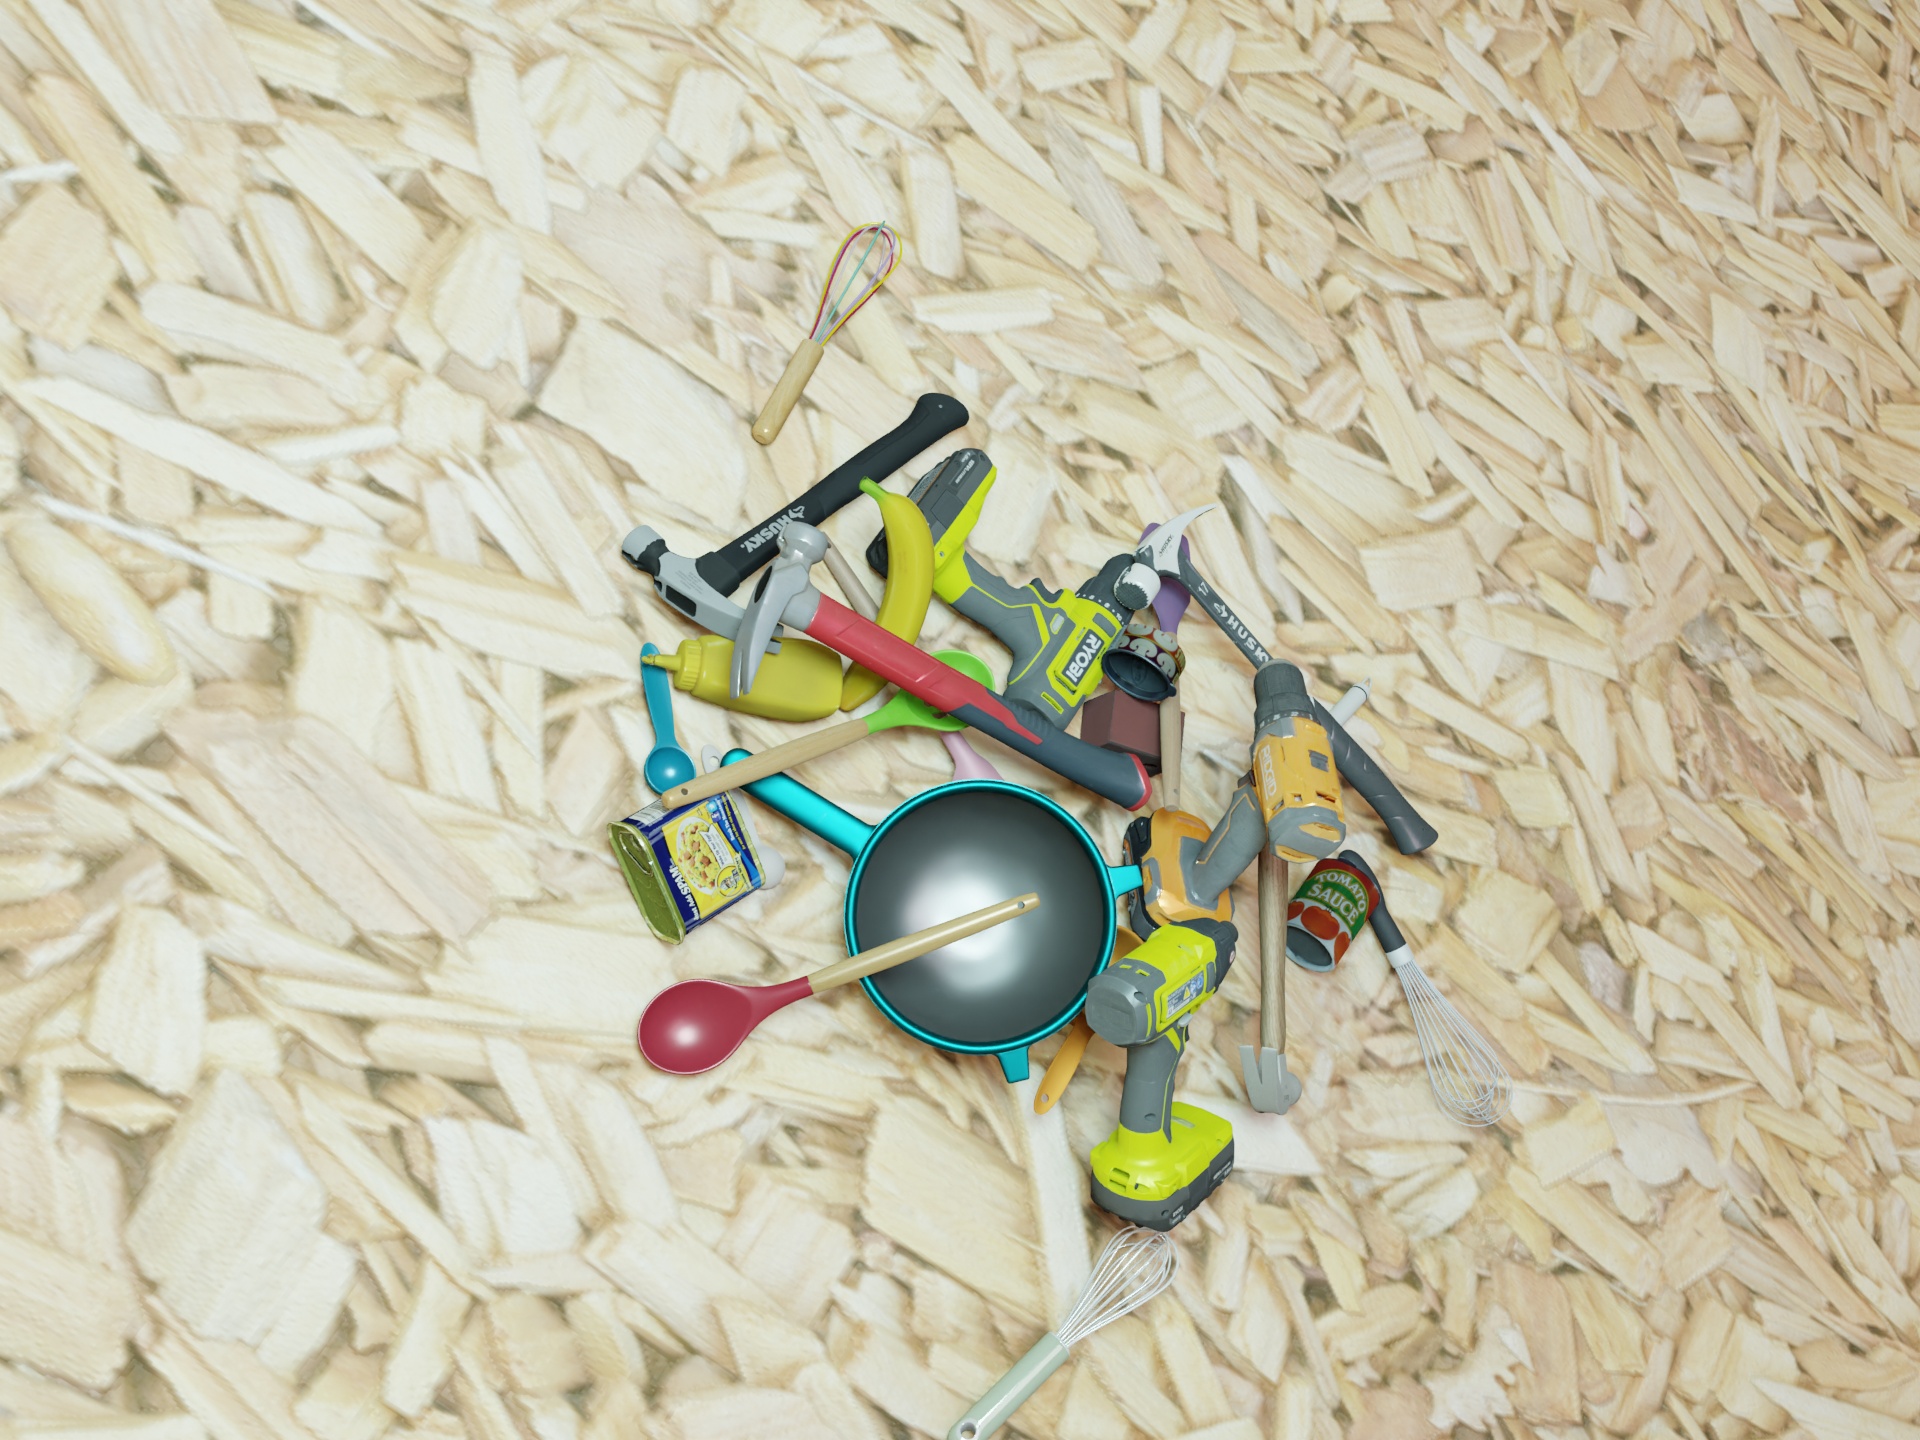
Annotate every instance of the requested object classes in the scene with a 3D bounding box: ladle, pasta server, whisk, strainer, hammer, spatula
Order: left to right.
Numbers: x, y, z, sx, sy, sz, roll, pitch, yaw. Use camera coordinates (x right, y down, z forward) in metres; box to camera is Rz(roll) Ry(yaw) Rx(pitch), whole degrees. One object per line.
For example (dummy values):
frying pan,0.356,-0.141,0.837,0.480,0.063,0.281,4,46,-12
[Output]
whisk,-0.113,-0.336,1.364,0.047,0.051,0.245,34,68,-22
hammer,-0.107,-0.180,1.314,0.146,0.035,0.335,39,56,14
ladle,-0.088,0.188,1.194,0.315,0.031,0.069,-20,86,-5
strainer,-0.041,0.122,1.266,0.340,0.095,0.211,31,82,3
pasta server,-0.035,-0.022,1.336,0.060,0.040,0.316,-33,89,-29
hammer,-0.002,-0.004,1.264,0.386,0.038,0.143,29,67,-27
whisk,0.083,0.489,1.259,0.246,0.059,0.058,-36,58,-25
spatula,0.183,-0.055,1.411,0.059,0.018,0.316,19,52,-20
hammer,0.269,0.171,1.371,0.130,0.031,0.331,19,71,-67
hammer,0.306,-0.025,1.456,0.408,0.036,0.149,46,53,-15
strainer,0.323,0.031,1.494,0.258,0.050,0.086,-41,115,-34
whisk,0.425,0.249,1.485,0.070,0.070,0.284,-25,84,-29

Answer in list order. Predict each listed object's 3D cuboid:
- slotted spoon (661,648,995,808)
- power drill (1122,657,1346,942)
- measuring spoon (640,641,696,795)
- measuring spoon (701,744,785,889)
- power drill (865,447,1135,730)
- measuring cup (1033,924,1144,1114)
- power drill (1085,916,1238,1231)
slotted spoon,-0.097,0.011,1.236,0.313,0.031,0.070,-22,76,-37
power drill,0.227,0.070,1.327,0.084,0.226,0.186,19,46,-22
measuring spoon,-0.235,0.001,1.237,0.042,0.021,0.129,0,68,-35
measuring spoon,-0.171,0.074,1.246,0.034,0.018,0.124,-25,89,-29
power drill,0.050,-0.124,1.375,0.228,0.080,0.191,42,64,-15
measuring cup,0.094,0.249,1.318,0.095,0.052,0.174,38,66,-14
power drill,0.168,0.274,1.268,0.171,0.080,0.223,-23,119,-46
